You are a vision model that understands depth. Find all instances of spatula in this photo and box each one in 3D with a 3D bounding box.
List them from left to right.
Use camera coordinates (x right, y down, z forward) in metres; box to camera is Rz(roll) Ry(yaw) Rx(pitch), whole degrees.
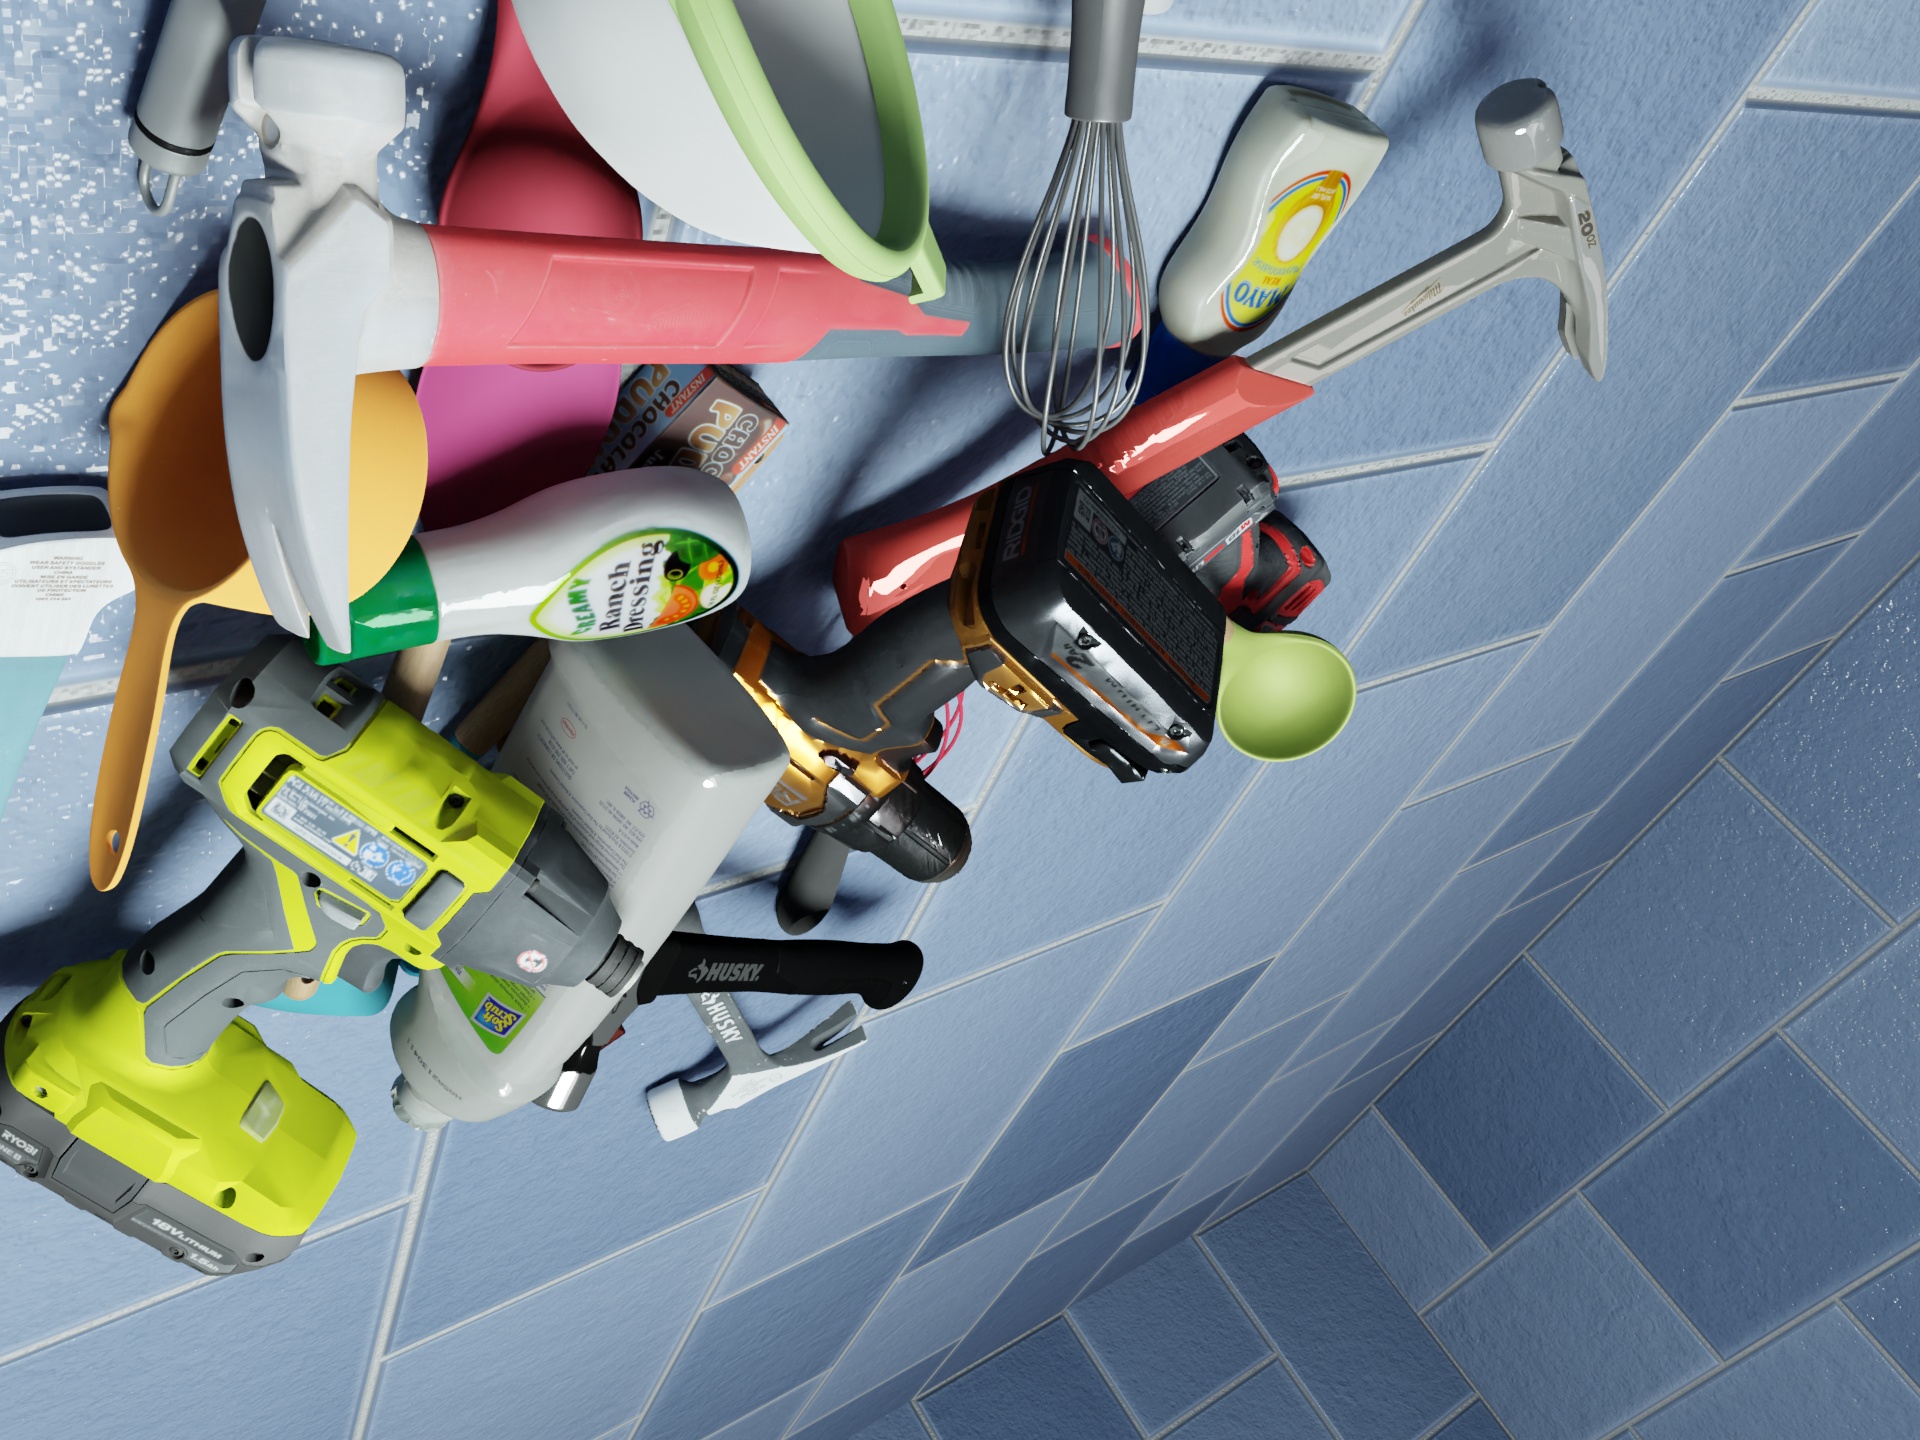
[{"bbox_3d":[-0.177,-0.001,0.645,0.317,0.044,0.082,-45,148,12],"label":"spatula"}]

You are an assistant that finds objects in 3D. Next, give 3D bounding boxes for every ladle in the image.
[{"bbox_3d":[-0.110,-0.222,0.393,0.069,0.031,0.315,-31,152,-31],"label":"ladle"},{"bbox_3d":[0.122,-0.040,0.759,0.078,0.062,0.320,-35,156,15],"label":"ladle"}]

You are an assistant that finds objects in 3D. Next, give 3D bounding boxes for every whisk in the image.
[{"bbox_3d":[-0.059,0.044,0.849,0.073,0.073,0.295,-20,155,-30],"label":"whisk"},{"bbox_3d":[0.044,-0.202,0.527,0.055,0.055,0.238,-18,126,-33],"label":"whisk"}]

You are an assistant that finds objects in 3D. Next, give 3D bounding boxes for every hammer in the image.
[{"bbox_3d":[-0.346,0.054,0.539,0.128,0.033,0.331,-3,138,-50],"label":"hammer"},{"bbox_3d":[-0.146,0.135,0.895,0.149,0.036,0.408,-22,149,-9],"label":"hammer"},{"bbox_3d":[-0.097,0.125,0.843,0.146,0.035,0.334,-63,156,2],"label":"hammer"},{"bbox_3d":[-0.052,-0.120,0.522,0.386,0.038,0.143,-18,120,-52],"label":"hammer"},{"bbox_3d":[0.107,-0.128,0.700,0.359,0.037,0.149,-28,136,9],"label":"hammer"}]

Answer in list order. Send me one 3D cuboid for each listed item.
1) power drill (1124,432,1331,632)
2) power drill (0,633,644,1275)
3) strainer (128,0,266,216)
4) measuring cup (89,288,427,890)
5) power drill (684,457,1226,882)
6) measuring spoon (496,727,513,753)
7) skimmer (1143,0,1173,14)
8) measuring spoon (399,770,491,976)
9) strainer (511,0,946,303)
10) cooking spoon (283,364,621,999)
[{"bbox_3d":[0.118,-0.076,0.853,0.143,0.079,0.219,-40,156,7],"label":"power drill"},{"bbox_3d":[-0.238,0.097,0.581,0.171,0.080,0.223,39,111,-17],"label":"power drill"},{"bbox_3d":[-0.141,-0.209,0.343,0.258,0.087,0.050,-45,173,37],"label":"strainer"},{"bbox_3d":[-0.207,-0.033,0.460,0.052,0.095,0.173,8,99,-58],"label":"measuring cup"},{"bbox_3d":[-0.001,-0.002,0.664,0.226,0.084,0.185,-18,135,37],"label":"power drill"},{"bbox_3d":[-0.156,0.008,0.720,0.117,0.011,0.021,-4,139,-48],"label":"measuring spoon"},{"bbox_3d":[0.121,-0.343,0.408,0.127,0.090,0.363,-58,171,-36],"label":"skimmer"},{"bbox_3d":[-0.227,0.063,0.724,0.042,0.021,0.128,-2,128,-47],"label":"measuring spoon"},{"bbox_3d":[-0.081,-0.163,0.338,0.069,0.151,0.256,-14,-173,19],"label":"strainer"},{"bbox_3d":[-0.198,-0.019,0.576,0.068,0.017,0.318,5,123,-42],"label":"cooking spoon"}]
